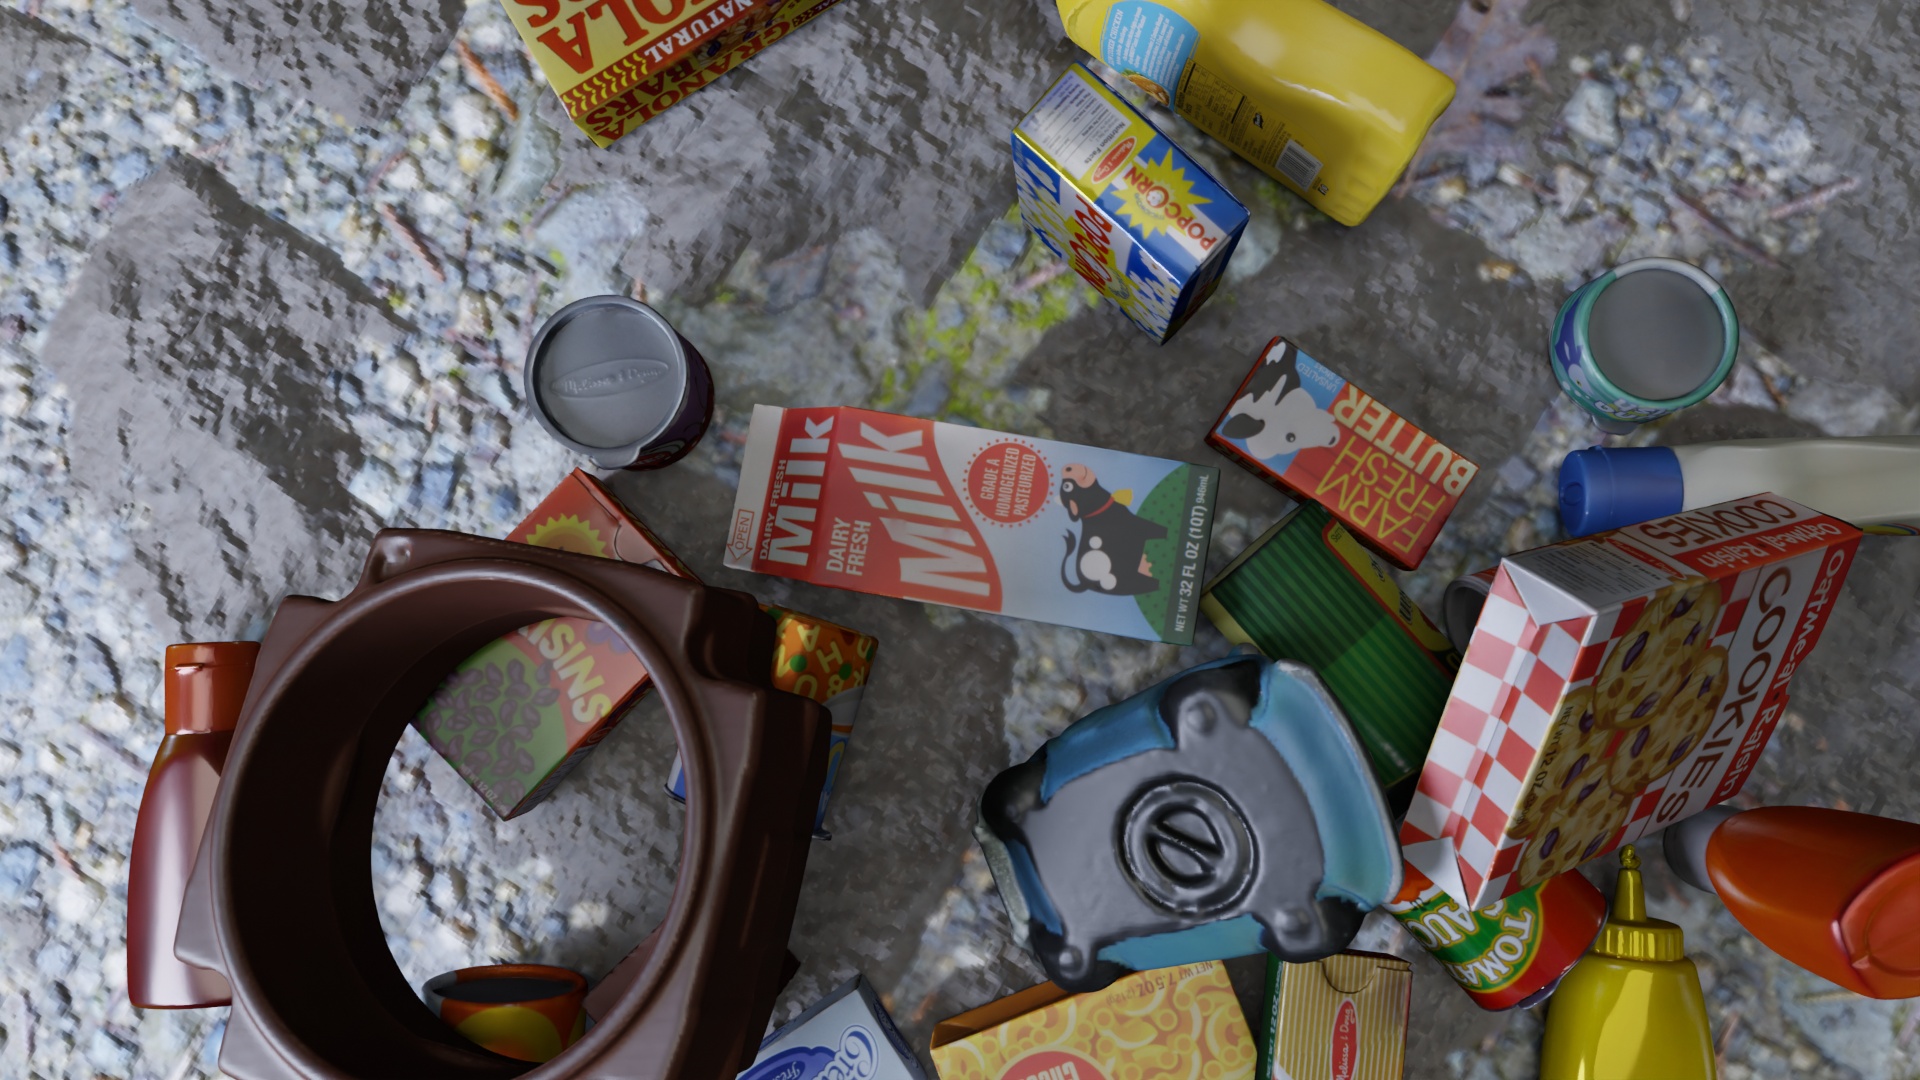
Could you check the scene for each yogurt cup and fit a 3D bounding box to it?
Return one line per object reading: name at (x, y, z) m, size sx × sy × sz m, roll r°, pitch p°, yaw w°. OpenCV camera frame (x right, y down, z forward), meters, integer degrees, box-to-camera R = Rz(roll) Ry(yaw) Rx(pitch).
yogurt cup at (0.237, 0.036, 0.560) m, size 0.054 × 0.072 × 0.072 m, roll -24°, pitch 85°, yaw -7°

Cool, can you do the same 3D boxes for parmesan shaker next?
parmesan shaker at (0.152, 0.041, 0.558) m, size 0.071 × 0.071 × 0.103 m, roll -42°, pitch 85°, yaw -1°

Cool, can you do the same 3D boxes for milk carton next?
milk carton at (0.002, -0.007, 0.567) m, size 0.191 × 0.073 × 0.072 m, roll 10°, pitch 87°, yaw 3°

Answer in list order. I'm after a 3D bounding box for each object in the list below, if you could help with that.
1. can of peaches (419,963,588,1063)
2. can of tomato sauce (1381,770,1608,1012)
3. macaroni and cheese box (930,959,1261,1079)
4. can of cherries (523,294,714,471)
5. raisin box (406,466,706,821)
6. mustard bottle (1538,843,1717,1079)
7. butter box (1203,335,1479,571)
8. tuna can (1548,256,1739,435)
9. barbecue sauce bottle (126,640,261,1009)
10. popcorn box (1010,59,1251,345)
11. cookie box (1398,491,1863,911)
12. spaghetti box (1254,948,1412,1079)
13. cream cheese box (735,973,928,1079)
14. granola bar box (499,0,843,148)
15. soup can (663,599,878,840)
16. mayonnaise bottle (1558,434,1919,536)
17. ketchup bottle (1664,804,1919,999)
can of peaches at (-0.184, 0.208, 0.562) m, size 0.071 × 0.071 × 0.058 m, roll 2°, pitch 86°, yaw 3°
can of tomato sauce at (0.199, 0.133, 0.550) m, size 0.071 × 0.071 × 0.083 m, roll -44°, pitch 85°, yaw -1°
macaroni and cheese box at (0.074, 0.258, 0.560) m, size 0.124 × 0.040 × 0.166 m, roll -21°, pitch 85°, yaw 1°
can of cherries at (-0.142, -0.062, 0.584) m, size 0.071 × 0.058 × 0.071 m, roll 0°, pitch 86°, yaw 1°
raisin box at (-0.173, 0.043, 0.587) m, size 0.086 × 0.040 × 0.123 m, roll 45°, pitch 88°, yaw 6°
mustard bottle at (0.266, 0.201, 0.552) m, size 0.065 × 0.049 × 0.160 m, roll 4°, pitch 85°, yaw 3°
butter box at (0.161, -0.036, 0.587) m, size 0.103 × 0.024 × 0.053 m, roll 34°, pitch 87°, yaw 4°
tuna can at (0.285, -0.081, 0.581) m, size 0.071 × 0.033 × 0.071 m, roll 0°, pitch 85°, yaw 2°
barbecue sauce bottle at (-0.315, 0.117, 0.585) m, size 0.065 × 0.043 × 0.148 m, roll -3°, pitch 85°, yaw 2°
popcorn box at (0.064, -0.127, 0.547) m, size 0.085 × 0.126 × 0.038 m, roll 42°, pitch 92°, yaw 5°
cookie box at (0.243, 0.054, 0.501) m, size 0.168 × 0.040 × 0.122 m, roll -10°, pitch 123°, yaw -32°
spaghetti box at (0.130, 0.280, 0.521) m, size 0.050 × 0.028 × 0.250 m, roll 7°, pitch 85°, yaw -1°
cream cheese box at (-0.070, 0.232, 0.576) m, size 0.104 × 0.024 × 0.053 m, roll -34°, pitch 87°, yaw 0°
granola bar box at (-0.124, -0.269, 0.609) m, size 0.165 × 0.039 × 0.124 m, roll -31°, pitch 84°, yaw -1°
soup can at (-0.073, 0.071, 0.567) m, size 0.071 × 0.071 × 0.084 m, roll 17°, pitch 87°, yaw 3°
mayonnaise bottle at (0.324, -0.021, 0.563) m, size 0.148 × 0.065 × 0.041 m, roll -1°, pitch 88°, yaw 6°
ketchup bottle at (0.308, 0.122, 0.507) m, size 0.065 × 0.149 × 0.043 m, roll -27°, pitch 86°, yaw 1°
